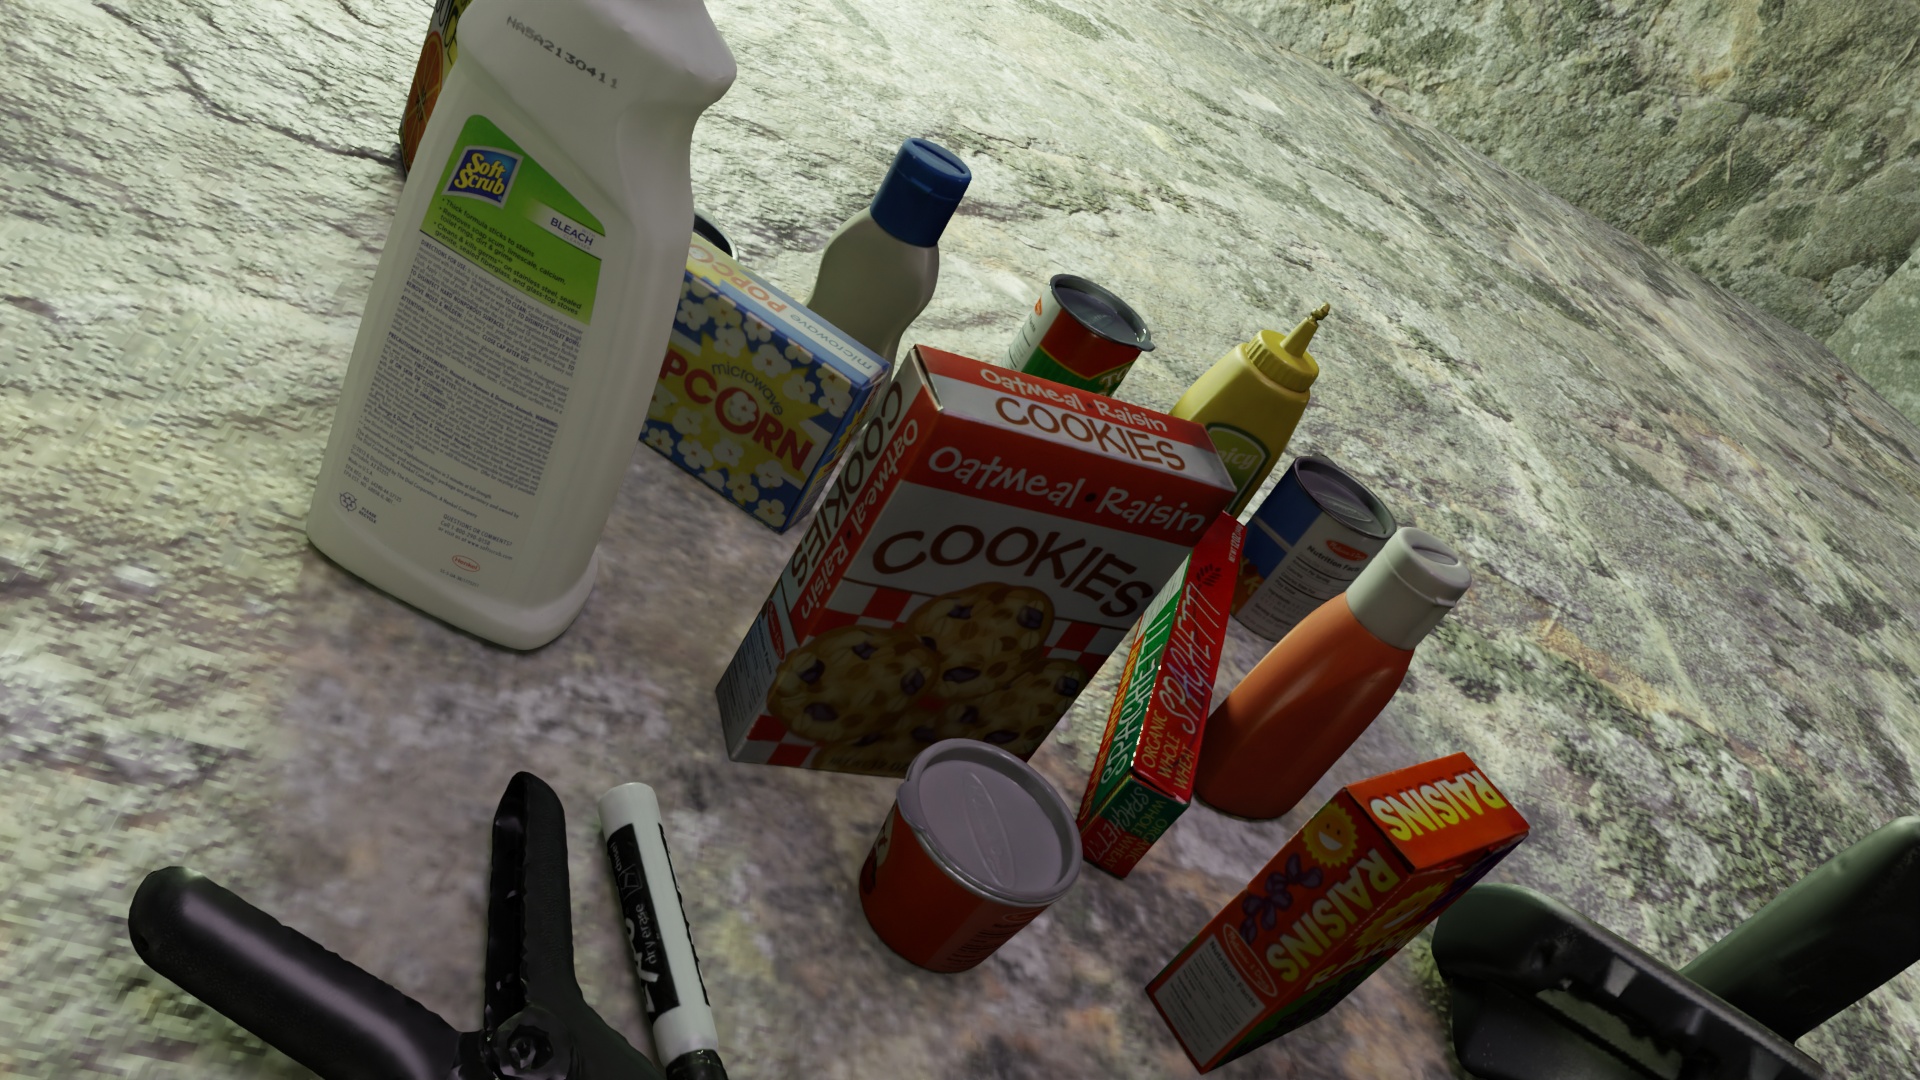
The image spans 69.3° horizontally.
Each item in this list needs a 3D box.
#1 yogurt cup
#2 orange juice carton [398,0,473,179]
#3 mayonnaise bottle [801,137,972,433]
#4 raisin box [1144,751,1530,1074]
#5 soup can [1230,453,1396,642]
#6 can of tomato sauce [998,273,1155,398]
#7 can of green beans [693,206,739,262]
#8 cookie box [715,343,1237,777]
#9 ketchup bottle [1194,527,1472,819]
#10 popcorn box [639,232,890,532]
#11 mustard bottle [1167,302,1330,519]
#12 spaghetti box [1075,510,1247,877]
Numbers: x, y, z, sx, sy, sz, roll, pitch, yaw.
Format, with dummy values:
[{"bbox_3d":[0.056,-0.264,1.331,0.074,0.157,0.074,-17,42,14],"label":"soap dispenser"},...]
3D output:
[{"bbox_3d":[0.001,0.111,0.479,0.072,0.053,0.073,23,32,-16],"label":"yogurt cup"},{"bbox_3d":[-0.205,-0.249,0.664,0.073,0.191,0.072,8,39,-35],"label":"orange juice carton"},{"bbox_3d":[-0.043,-0.123,0.675,0.065,0.147,0.041,31,31,-4],"label":"mayonnaise bottle"},{"bbox_3d":[0.135,0.134,0.501,0.086,0.122,0.040,-1,45,-43],"label":"raisin box"},{"bbox_3d":[0.187,0.004,0.767,0.071,0.083,0.072,23,32,-16],"label":"soup can"},{"bbox_3d":[0.061,-0.099,0.799,0.071,0.082,0.071,23,32,-16],"label":"can of tomato sauce"},{"bbox_3d":[-0.148,-0.126,0.672,0.071,0.057,0.071,23,32,-16],"label":"can of green beans"},{"bbox_3d":[0.002,0.017,0.502,0.123,0.166,0.040,12,37,-31],"label":"cookie box"},{"bbox_3d":[0.160,0.060,0.602,0.065,0.148,0.044,11,37,-32],"label":"ketchup bottle"},{"bbox_3d":[-0.105,-0.074,0.612,0.127,0.084,0.038,34,31,2],"label":"popcorn box"},{"bbox_3d":[0.149,-0.065,0.755,0.065,0.159,0.049,25,32,-13],"label":"mustard bottle"},{"bbox_3d":[0.097,0.057,0.645,0.029,0.050,0.251,32,31,-1],"label":"spaghetti box"}]
